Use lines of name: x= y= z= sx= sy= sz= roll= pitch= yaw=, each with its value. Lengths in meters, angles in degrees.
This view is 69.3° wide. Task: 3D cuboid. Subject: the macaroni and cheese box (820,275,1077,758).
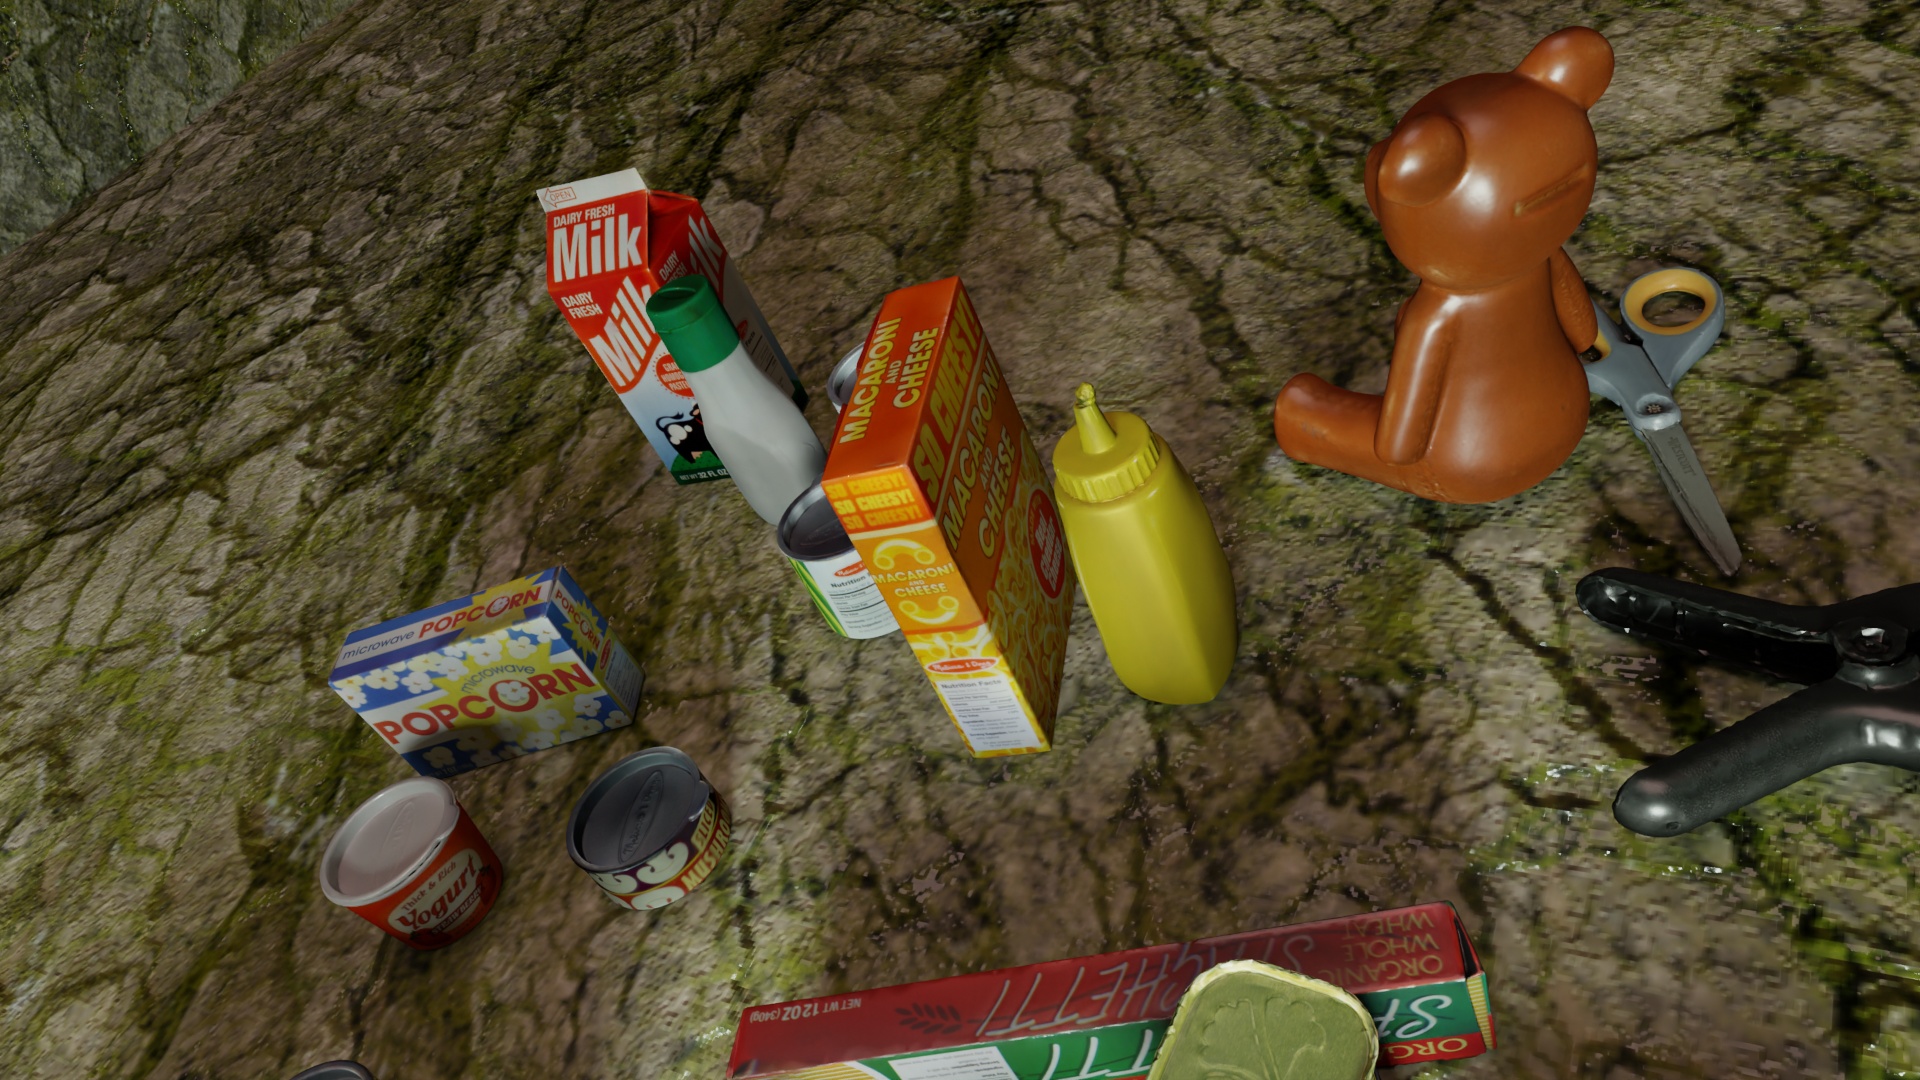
macaroni and cheese box: x=0.002 y=-0.007 z=0.589 sx=0.040 sy=0.165 sz=0.124 roll=-10 pitch=41 yaw=21

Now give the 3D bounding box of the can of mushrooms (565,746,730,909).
can of mushrooms: x=-0.137 y=0.128 z=0.620 sx=0.071 sy=0.033 sz=0.071 roll=-16 pitch=39 yaw=13

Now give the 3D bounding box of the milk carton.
milk carton: x=-0.169 y=-0.128 z=0.806 sx=0.072 sy=0.189 sz=0.074 roll=-6 pitch=42 yaw=25

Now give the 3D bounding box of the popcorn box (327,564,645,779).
popcorn box: x=-0.239 y=0.070 z=0.704 sx=0.126 sy=0.085 sz=0.038 roll=-17 pitch=39 yaw=12

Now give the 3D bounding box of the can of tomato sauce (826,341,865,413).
can of tomato sauce: x=-0.022 y=-0.061 z=0.732 sx=0.071 sy=0.082 sz=0.071 roll=-16 pitch=39 yaw=14

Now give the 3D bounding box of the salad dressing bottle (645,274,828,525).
salad dressing bottle: x=-0.118 y=-0.074 z=0.750 sx=0.064 sy=0.147 sz=0.044 roll=10 pitch=51 yaw=38

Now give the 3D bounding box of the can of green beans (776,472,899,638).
can of green beans: x=-0.049 y=0.006 z=0.691 sx=0.071 sy=0.057 sz=0.071 roll=-16 pitch=39 yaw=14

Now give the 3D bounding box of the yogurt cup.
yogurt cup: x=-0.250 y=0.152 z=0.642 sx=0.072 sy=0.053 sz=0.073 roll=-16 pitch=39 yaw=14

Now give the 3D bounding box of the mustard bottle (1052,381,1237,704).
mustard bottle: x=0.070 y=-0.003 z=0.550 sx=0.049 sy=0.159 sz=0.066 roll=-2 pitch=44 yaw=28

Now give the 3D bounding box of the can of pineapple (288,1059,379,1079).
can of pineapple: x=-0.234 y=0.241 z=0.527 sx=0.071 sy=0.057 sz=0.071 roll=-16 pitch=39 yaw=14

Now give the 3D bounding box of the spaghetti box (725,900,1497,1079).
spaghetti box: x=0.045 y=0.163 z=0.462 sx=0.250 sy=0.050 sz=0.029 roll=-14 pitch=40 yaw=16
